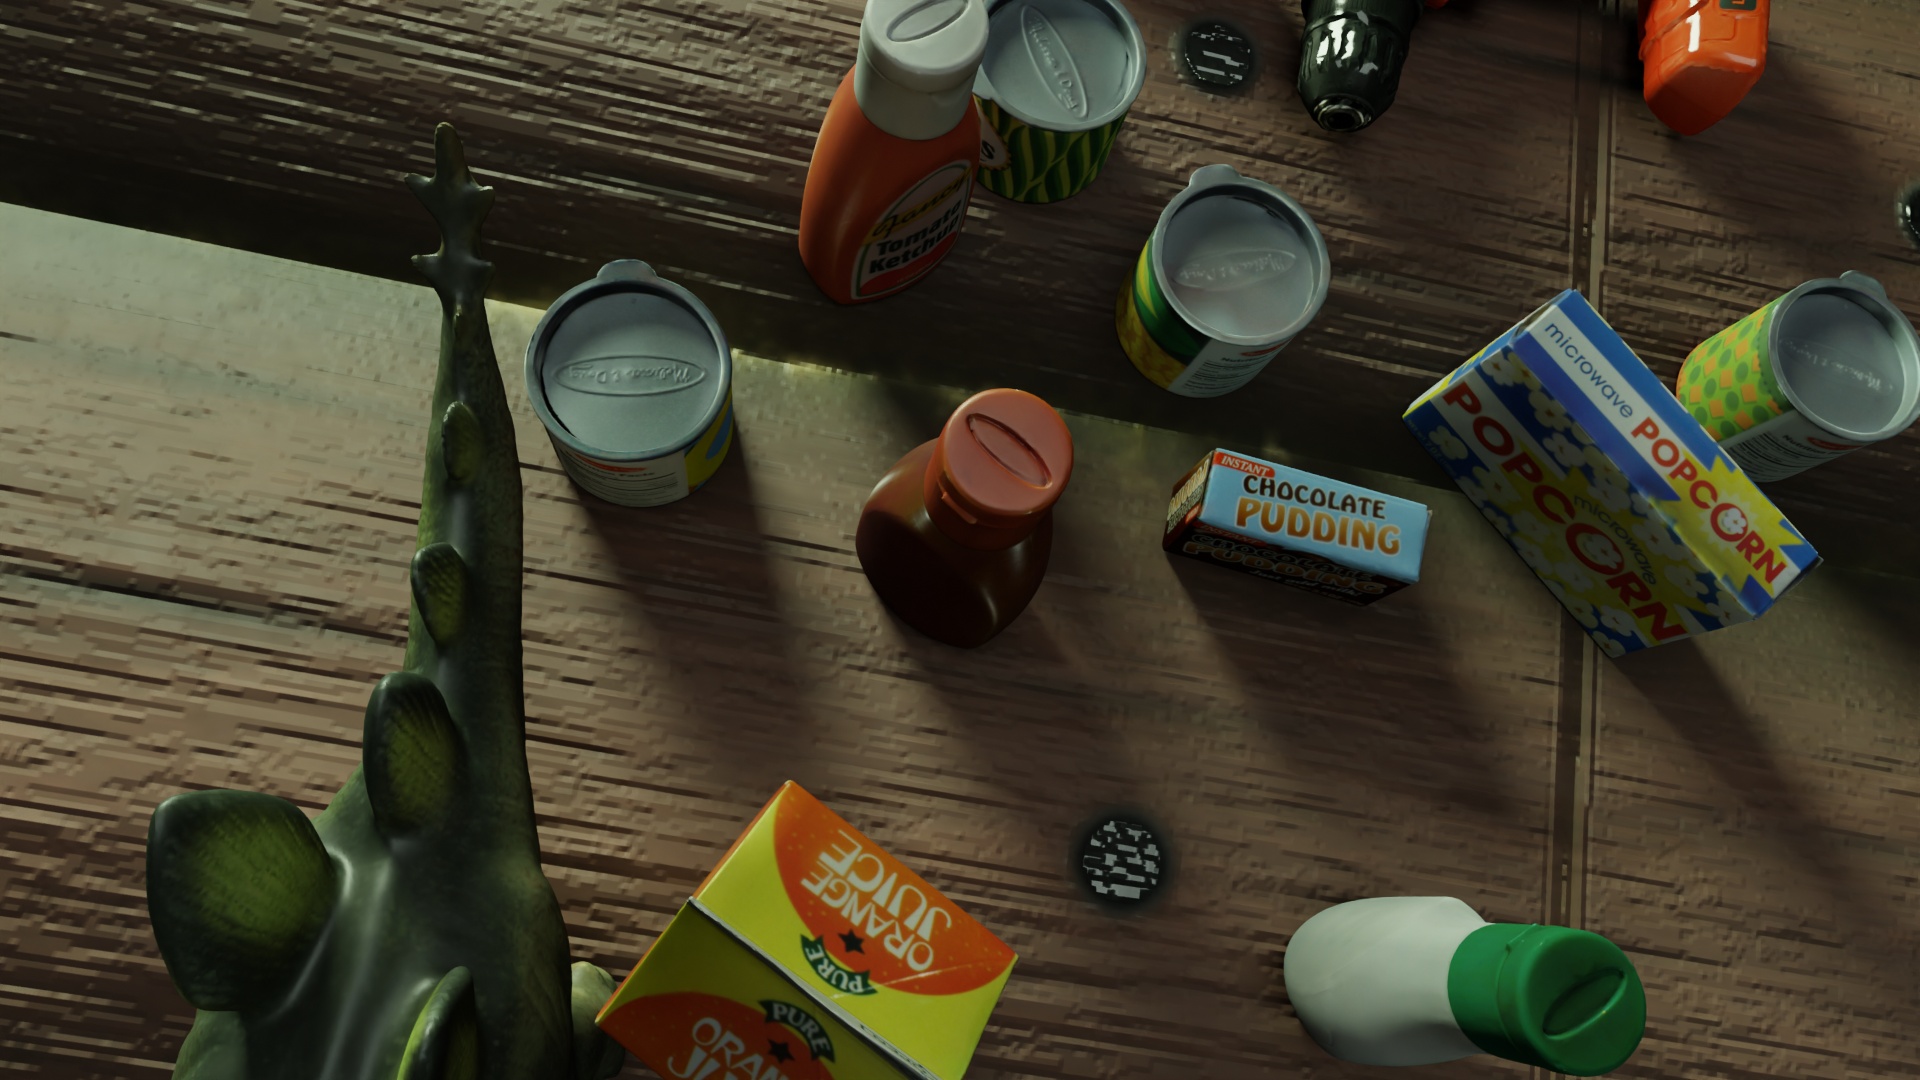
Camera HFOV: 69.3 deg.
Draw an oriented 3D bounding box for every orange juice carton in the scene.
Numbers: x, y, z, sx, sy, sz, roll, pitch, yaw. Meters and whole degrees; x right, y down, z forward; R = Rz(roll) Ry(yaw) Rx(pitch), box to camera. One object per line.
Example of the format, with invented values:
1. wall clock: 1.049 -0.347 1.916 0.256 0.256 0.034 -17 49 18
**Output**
1. orange juice carton: -0.042 0.117 0.375 0.072 0.192 0.073 38 74 2

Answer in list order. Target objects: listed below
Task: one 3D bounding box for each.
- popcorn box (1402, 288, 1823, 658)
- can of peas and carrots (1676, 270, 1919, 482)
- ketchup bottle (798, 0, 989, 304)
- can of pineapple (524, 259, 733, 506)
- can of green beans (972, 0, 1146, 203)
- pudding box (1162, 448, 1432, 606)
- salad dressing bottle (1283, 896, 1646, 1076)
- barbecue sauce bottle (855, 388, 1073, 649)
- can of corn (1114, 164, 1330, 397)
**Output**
1. popcorn box: 0.232 -0.022 0.510 0.038 0.085 0.127 -38 84 -16
2. can of peas and carrots: 0.331 -0.064 0.550 0.071 0.058 0.071 2 75 -8
3. ketchup bottle: -0.021 -0.132 0.466 0.065 0.148 0.043 -33 83 -15
4. can of pineapple: -0.111 -0.051 0.479 0.071 0.057 0.071 2 75 -8
5. can of green beans: 0.032 -0.172 0.532 0.071 0.057 0.071 2 75 -8
6. pudding box: 0.121 -0.004 0.507 0.084 0.049 0.030 16 74 -5
7. salad dressing bottle: 0.147 0.135 0.423 0.064 0.147 0.044 -28 82 -14
8. barbecue sauce bottle: 0.002 -0.005 0.437 0.065 0.148 0.044 42 74 3
9. can of corn: 0.096 -0.096 0.522 0.071 0.058 0.071 2 75 -8
